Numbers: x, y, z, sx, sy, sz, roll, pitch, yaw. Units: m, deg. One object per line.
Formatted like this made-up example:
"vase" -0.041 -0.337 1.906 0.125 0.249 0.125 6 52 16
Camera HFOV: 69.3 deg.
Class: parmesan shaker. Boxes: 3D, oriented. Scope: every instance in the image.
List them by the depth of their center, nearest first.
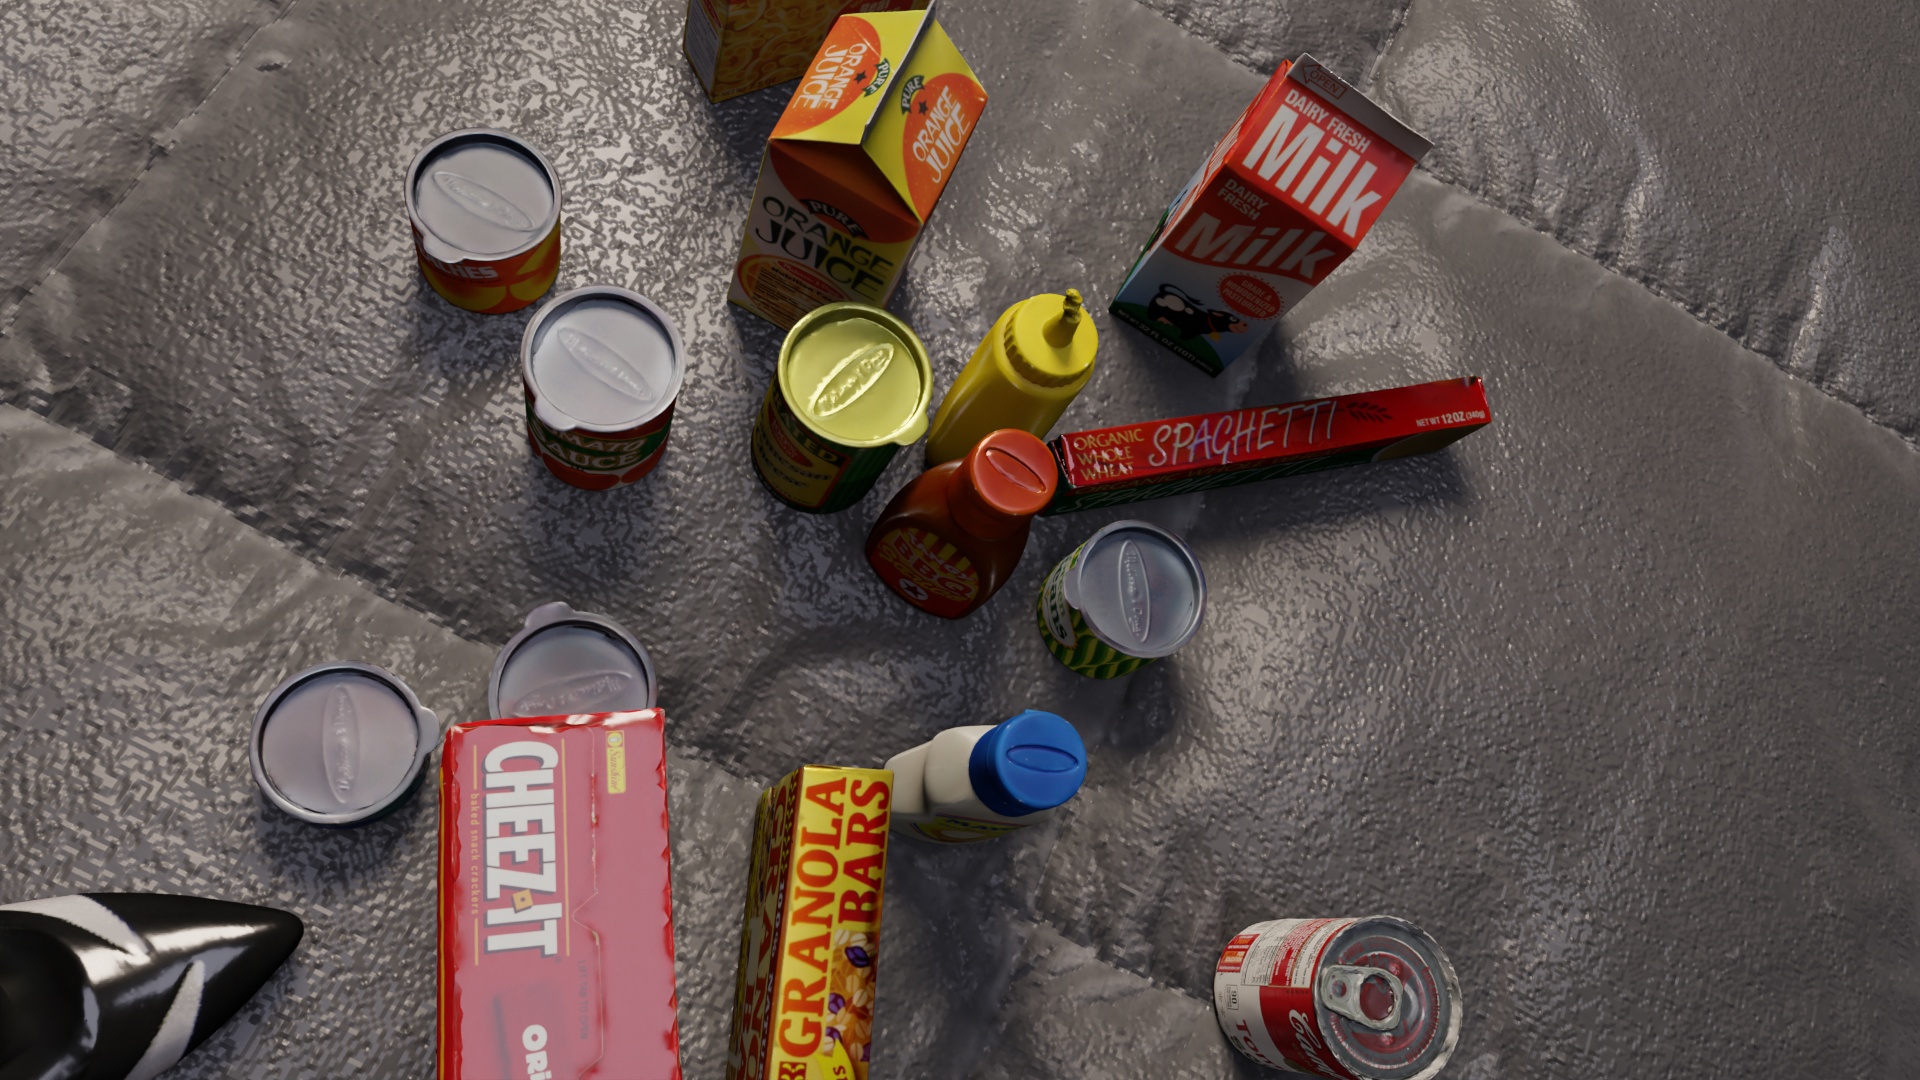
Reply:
"parmesan shaker" -0.055 -0.054 0.630 0.071 0.102 0.071 5 73 -15

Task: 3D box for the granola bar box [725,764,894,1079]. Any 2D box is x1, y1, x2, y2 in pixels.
"granola bar box" -0.064 0.178 0.545 0.039 0.123 0.166 9 72 -13

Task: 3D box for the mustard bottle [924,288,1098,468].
"mustard bottle" 0.027 -0.072 0.628 0.049 0.159 0.065 29 68 -6

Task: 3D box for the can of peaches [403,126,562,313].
"can of peaches" -0.218 -0.143 0.635 0.071 0.058 0.071 5 73 -15

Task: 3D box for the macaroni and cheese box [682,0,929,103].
"macaroni and cheese box" -0.063 -0.287 0.665 0.124 0.166 0.040 -25 82 -21

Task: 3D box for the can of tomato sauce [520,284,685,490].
"can of tomato sauce" -0.159 -0.063 0.613 0.071 0.083 0.071 5 73 -15

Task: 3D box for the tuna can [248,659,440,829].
"tuna can" -0.250 0.084 0.569 0.071 0.032 0.071 5 72 -15

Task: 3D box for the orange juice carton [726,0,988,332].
"orange juice carton" -0.047 -0.158 0.616 0.073 0.192 0.072 28 69 -7

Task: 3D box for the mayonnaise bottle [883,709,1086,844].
"mayonnaise bottle" 0.010 0.100 0.577 0.065 0.147 0.041 10 72 -13

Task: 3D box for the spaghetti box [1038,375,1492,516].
"spaghetti box" 0.156 -0.050 0.718 0.251 0.050 0.029 -10 77 -19

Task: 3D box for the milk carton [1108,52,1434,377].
"milk carton" 0.148 -0.160 0.674 0.072 0.190 0.074 32 68 -5

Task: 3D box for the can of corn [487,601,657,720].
"can of corn" -0.164 0.066 0.586 0.071 0.058 0.071 5 73 -15

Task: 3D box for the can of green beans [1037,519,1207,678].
"can of green beans" 0.076 0.029 0.667 0.071 0.057 0.071 5 73 -15

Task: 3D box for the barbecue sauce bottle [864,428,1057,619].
"barbecue sauce bottle" 0.002 -0.008 0.608 0.065 0.148 0.044 36 68 -3
